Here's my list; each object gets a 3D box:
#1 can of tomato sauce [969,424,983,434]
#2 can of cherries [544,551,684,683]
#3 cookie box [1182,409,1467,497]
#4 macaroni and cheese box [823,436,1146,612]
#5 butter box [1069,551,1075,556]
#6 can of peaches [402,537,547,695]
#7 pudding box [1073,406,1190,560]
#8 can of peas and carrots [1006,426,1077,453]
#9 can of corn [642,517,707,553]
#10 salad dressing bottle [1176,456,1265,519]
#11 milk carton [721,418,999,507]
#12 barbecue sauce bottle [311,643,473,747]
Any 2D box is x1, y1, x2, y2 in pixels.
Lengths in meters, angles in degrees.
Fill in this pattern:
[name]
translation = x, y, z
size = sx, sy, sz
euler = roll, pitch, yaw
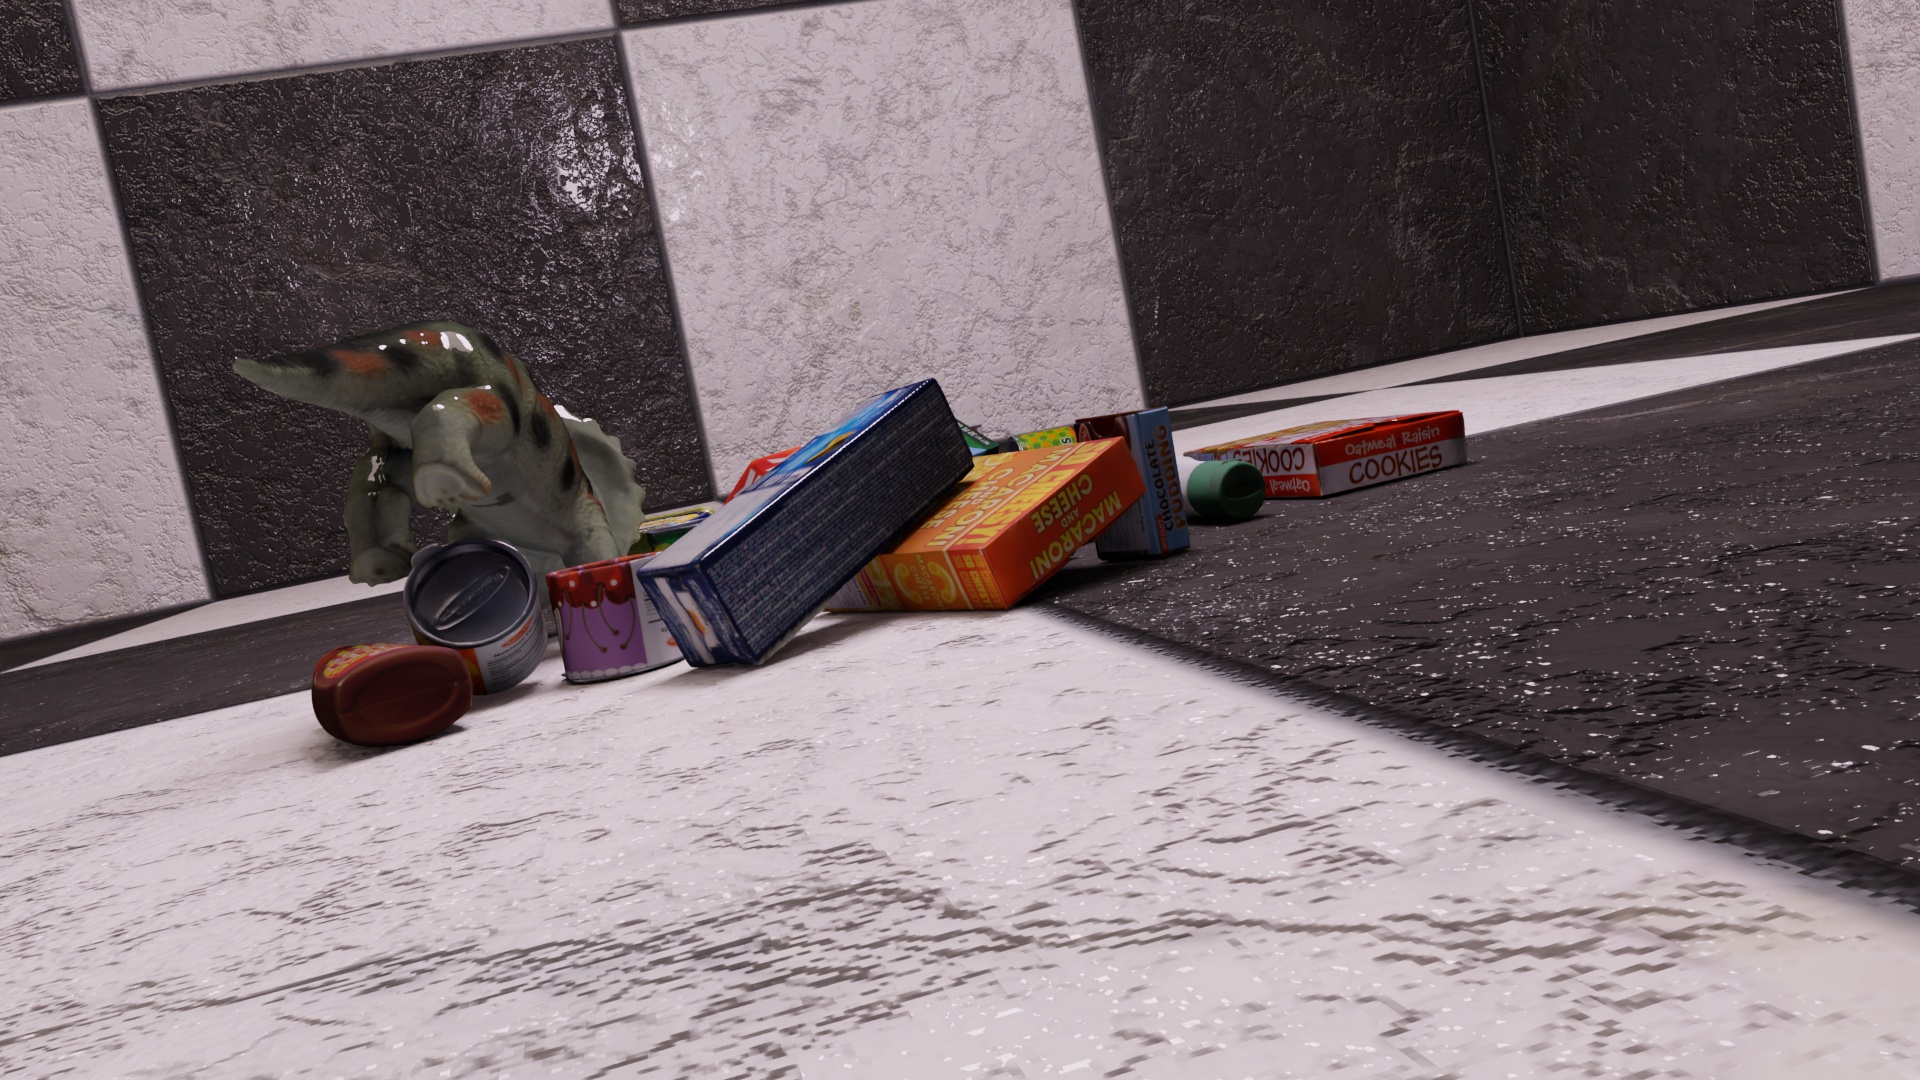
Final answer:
[can of tomato sauce]
translation = -0.007, -0.059, 1.268
size = 0.071, 0.083, 0.071
euler = -11, 5, 1
[can of cherries]
translation = -0.187, 0.040, 0.745
size = 0.071, 0.058, 0.071
euler = -10, 5, 1
[cookie box]
translation = 0.257, -0.061, 0.996
size = 0.123, 0.040, 0.167
euler = -13, 6, -21
[macaroni and cheese box]
translation = 0.004, -0.007, 0.783
size = 0.124, 0.040, 0.166
euler = -38, 21, -35
[butter box]
translation = 0.015, 0.007, 0.863
size = 0.103, 0.024, 0.053
euler = -6, 7, 41
[can of peaches]
translation = -0.258, 0.040, 0.739
size = 0.071, 0.071, 0.057
euler = -13, -30, -17
[pudding box]
translation = 0.098, -0.032, 0.791
size = 0.030, 0.083, 0.049
euler = -15, 6, -40
[can of peas and carrots]
translation = 0.080, -0.070, 1.298
size = 0.059, 0.071, 0.071
euler = -11, 5, -11
[can of corn]
translation = -0.190, 0.016, 1.000
size = 0.071, 0.058, 0.071
euler = -11, 6, 1
[salad dressing bottle]
translation = 0.147, -0.034, 0.930
size = 0.064, 0.044, 0.147
euler = -11, 6, -22
[milk carton]
translation = -0.071, -0.021, 0.897
size = 0.191, 0.073, 0.072
euler = -21, 40, -34
[barbecue sauce bottle]
translation = -0.294, 0.074, 0.696
size = 0.065, 0.043, 0.148
euler = -16, 7, -33
